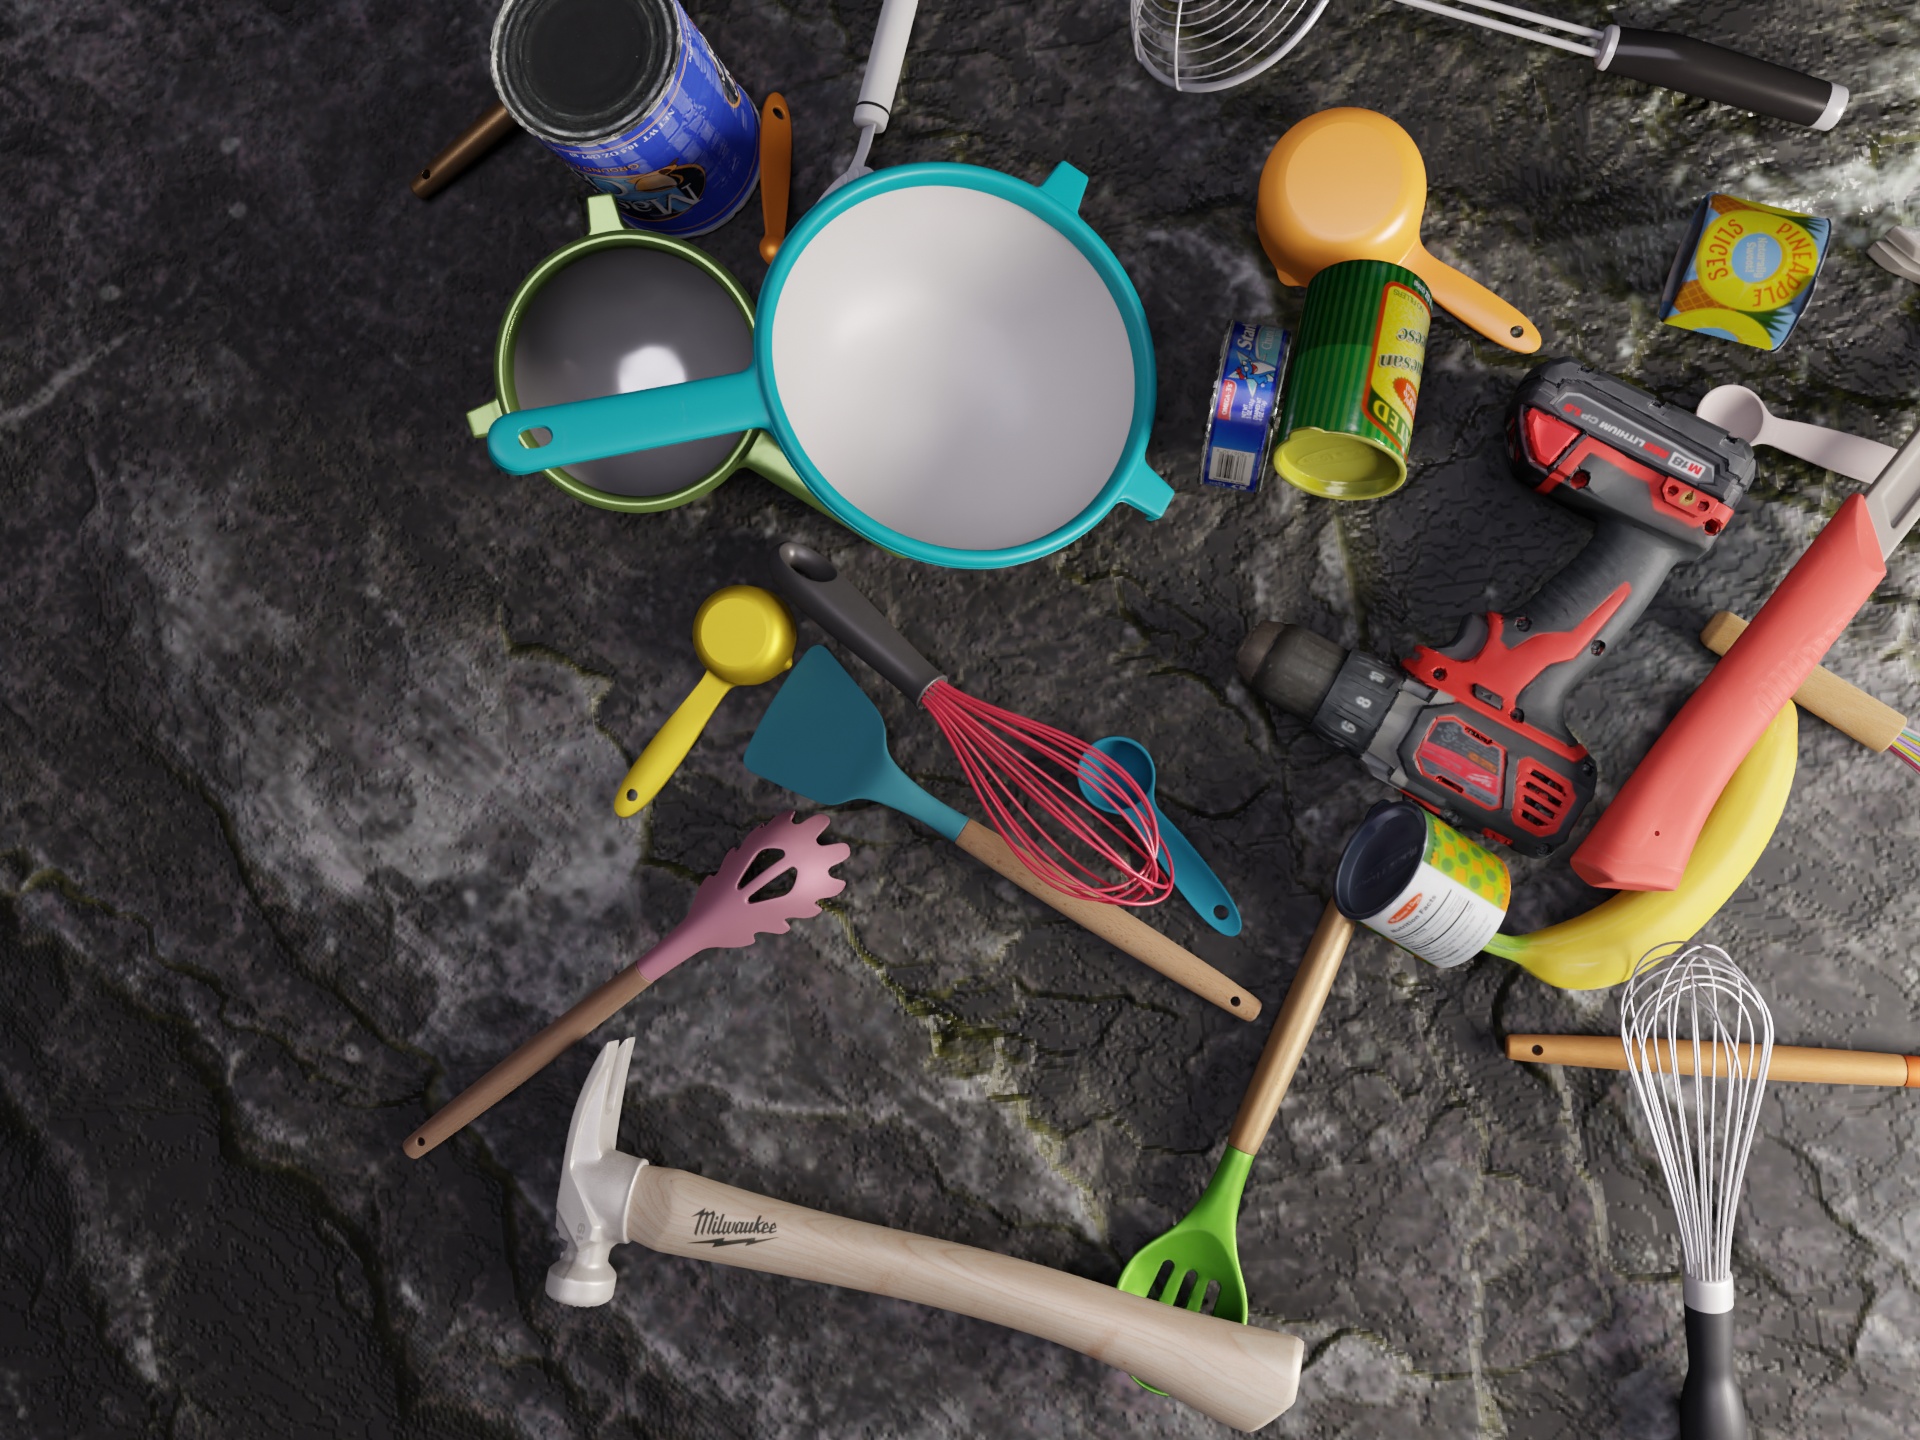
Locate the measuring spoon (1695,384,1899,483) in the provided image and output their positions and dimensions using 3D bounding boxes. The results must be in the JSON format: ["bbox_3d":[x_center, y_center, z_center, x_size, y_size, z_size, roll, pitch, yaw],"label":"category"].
[{"bbox_3d":[0.432,-0.138,0.808,0.124,0.018,0.034,19,89,4],"label":"measuring spoon"}]

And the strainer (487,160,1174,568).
[{"bbox_3d":[-0.070,-0.160,0.818,0.340,0.095,0.211,-14,87,-17],"label":"strainer"}]

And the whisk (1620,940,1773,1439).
[{"bbox_3d":[0.360,0.244,0.767,0.070,0.070,0.284,-5,98,10],"label":"whisk"}]

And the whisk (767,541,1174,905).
[{"bbox_3d":[-0.001,-0.003,0.849,0.296,0.073,0.073,42,95,20],"label":"whisk"}]

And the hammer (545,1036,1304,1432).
[{"bbox_3d":[-0.026,0.280,0.842,0.411,0.038,0.146,9,88,16],"label":"hammer"}]

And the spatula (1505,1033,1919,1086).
[{"bbox_3d":[0.437,0.171,0.778,0.322,0.041,0.081,1,89,11],"label":"spatula"}]

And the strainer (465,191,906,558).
[{"bbox_3d":[-0.132,-0.166,0.894,0.256,0.069,0.151,31,98,-6],"label":"strainer"}]

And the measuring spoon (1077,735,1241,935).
[{"bbox_3d":[0.111,0.062,0.858,0.042,0.021,0.128,-37,91,17],"label":"measuring spoon"}]

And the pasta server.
[{"bbox_3d":[-0.196,0.157,0.905,0.316,0.040,0.060,-37,82,11],"label":"pasta server"}]

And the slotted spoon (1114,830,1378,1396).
[{"bbox_3d":[0.160,0.202,0.835,0.070,0.031,0.314,23,90,11],"label":"slotted spoon"}]

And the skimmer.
[{"bbox_3d":[0.270,-0.359,0.838,0.363,0.090,0.127,16,87,1],"label":"skimmer"}]

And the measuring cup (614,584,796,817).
[{"bbox_3d":[-0.152,-0.009,0.899,0.062,0.029,0.156,36,92,10],"label":"measuring cup"}]

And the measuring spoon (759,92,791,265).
[{"bbox_3d":[-0.102,-0.307,0.896,0.011,0.021,0.117,-22,62,46],"label":"measuring spoon"}]

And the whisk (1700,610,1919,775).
[{"bbox_3d":[0.478,0.019,0.781,0.245,0.051,0.047,35,73,14],"label":"whisk"}]

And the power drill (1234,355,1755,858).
[{"bbox_3d":[0.266,-0.066,0.804,0.188,0.080,0.226,29,96,11],"label":"power drill"}]

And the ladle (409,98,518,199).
[{"bbox_3d":[-0.194,-0.403,0.926,0.320,0.062,0.078,-34,82,14],"label":"ladle"}]

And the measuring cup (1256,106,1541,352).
[{"bbox_3d":[0.232,-0.250,0.827,0.174,0.052,0.095,39,95,12],"label":"measuring cup"}]

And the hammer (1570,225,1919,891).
[{"bbox_3d":[0.409,-0.067,0.769,0.149,0.036,0.359,39,85,9],"label":"hammer"}]

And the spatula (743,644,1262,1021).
[{"bbox_3d":[0.025,0.072,0.869,0.317,0.044,0.082,32,93,6],"label":"spatula"}]

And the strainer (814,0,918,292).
[{"bbox_3d":[-0.050,-0.329,0.890,0.087,0.050,0.258,6,81,54],"label":"strainer"}]
